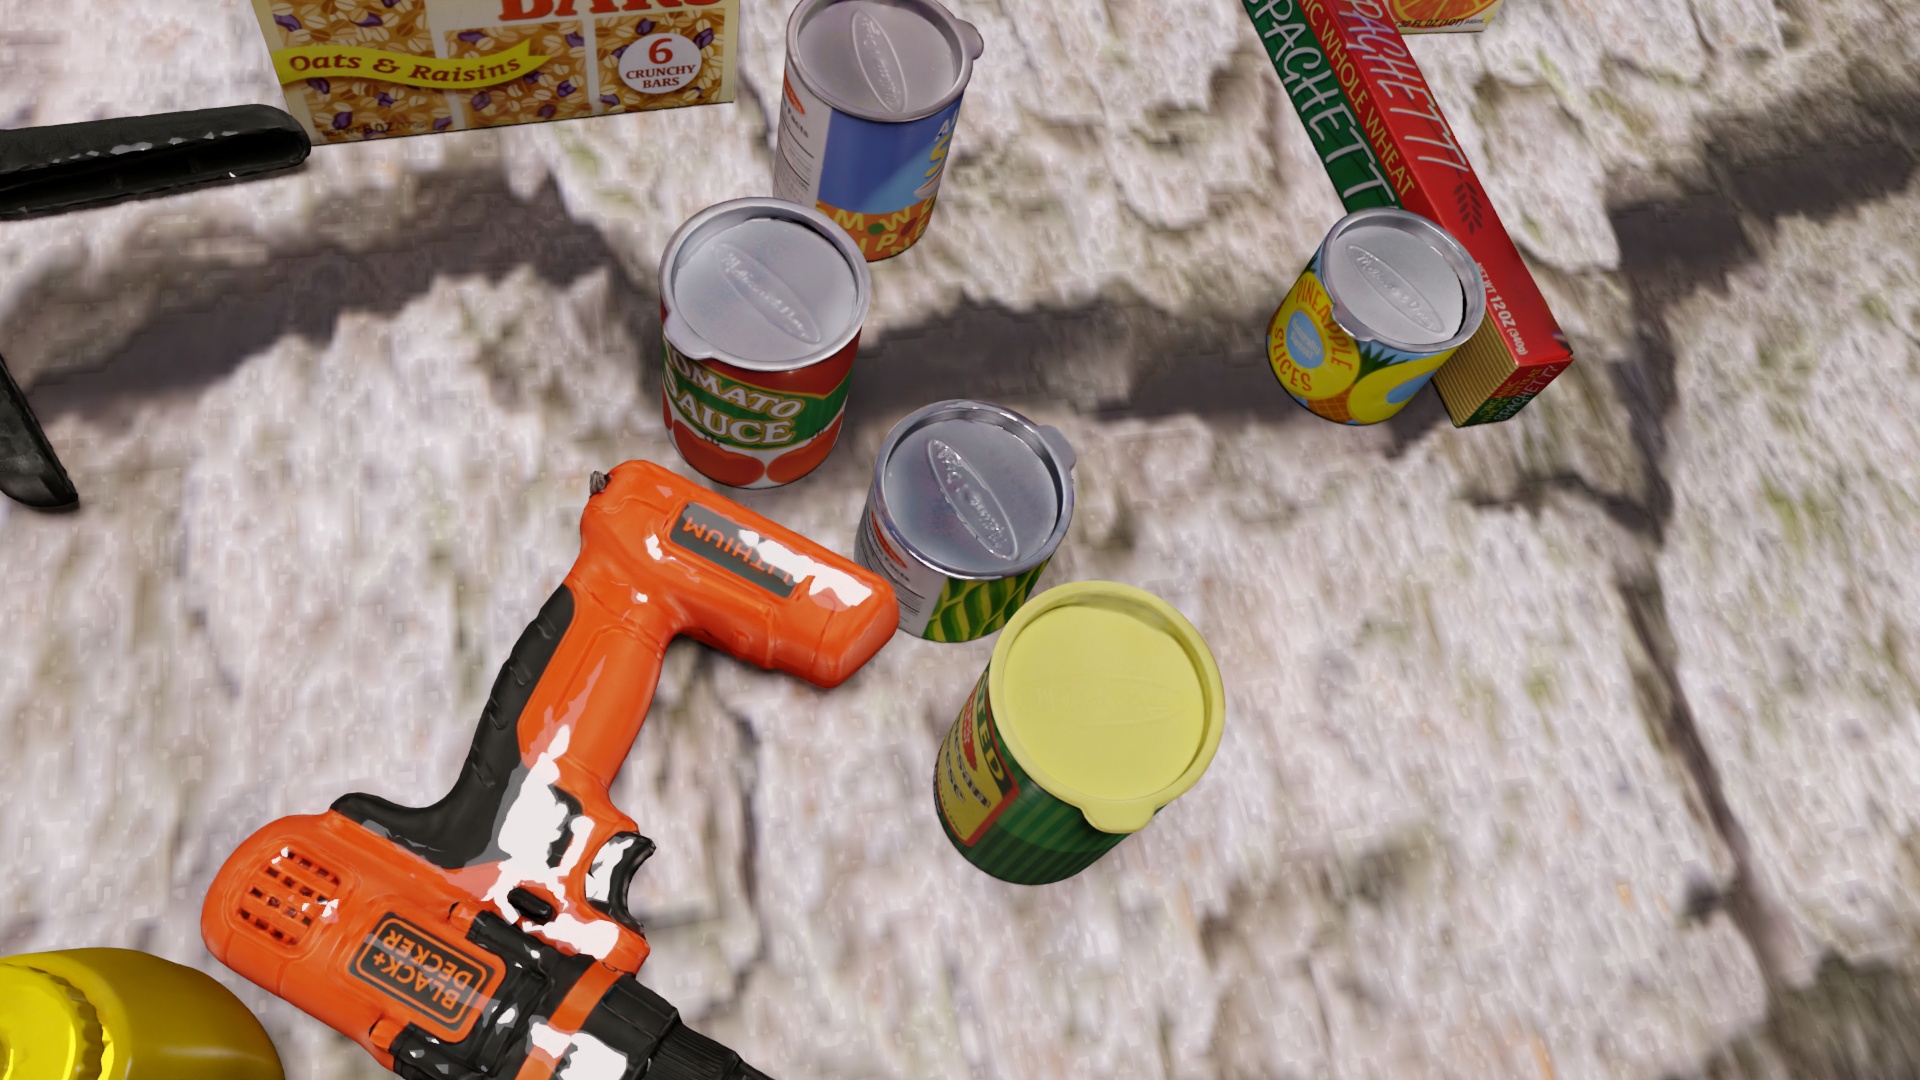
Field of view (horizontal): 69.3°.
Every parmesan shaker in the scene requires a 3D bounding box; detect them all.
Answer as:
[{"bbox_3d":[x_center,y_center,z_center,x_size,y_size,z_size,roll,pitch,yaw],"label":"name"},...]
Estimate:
[{"bbox_3d":[0.031,0.065,0.419,0.071,0.102,0.071,5,64,-9],"label":"parmesan shaker"}]

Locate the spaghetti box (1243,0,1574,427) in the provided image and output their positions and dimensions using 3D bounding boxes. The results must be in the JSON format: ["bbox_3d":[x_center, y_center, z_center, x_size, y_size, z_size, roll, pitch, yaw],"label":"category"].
[{"bbox_3d":[0.182,-0.167,0.593,0.029,0.050,0.251,-12,67,-17],"label":"spaghetti box"}]

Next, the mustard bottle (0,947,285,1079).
[{"bbox_3d":[-0.201,0.123,0.310,0.049,0.159,0.065,43,64,10],"label":"mustard bottle"}]

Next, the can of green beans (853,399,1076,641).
[{"bbox_3d":[0.000,-0.005,0.472,0.071,0.057,0.071,5,64,-9],"label":"can of green beans"}]

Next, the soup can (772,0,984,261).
[{"bbox_3d":[-0.033,-0.156,0.524,0.071,0.083,0.071,5,64,-9],"label":"soup can"}]

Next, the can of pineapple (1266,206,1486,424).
[{"bbox_3d":[0.159,-0.086,0.544,0.071,0.057,0.071,5,64,-9],"label":"can of pineapple"}]

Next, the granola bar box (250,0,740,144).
[{"bbox_3d":[-0.164,-0.206,0.499,0.166,0.123,0.039,-12,68,-17],"label":"granola bar box"}]

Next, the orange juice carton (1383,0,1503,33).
[{"bbox_3d":[0.230,-0.314,0.594,0.072,0.191,0.073,-7,67,-15],"label":"orange juice carton"}]

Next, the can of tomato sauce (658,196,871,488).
[{"bbox_3d":[-0.069,-0.063,0.472,0.071,0.082,0.071,5,64,-9],"label":"can of tomato sauce"}]
